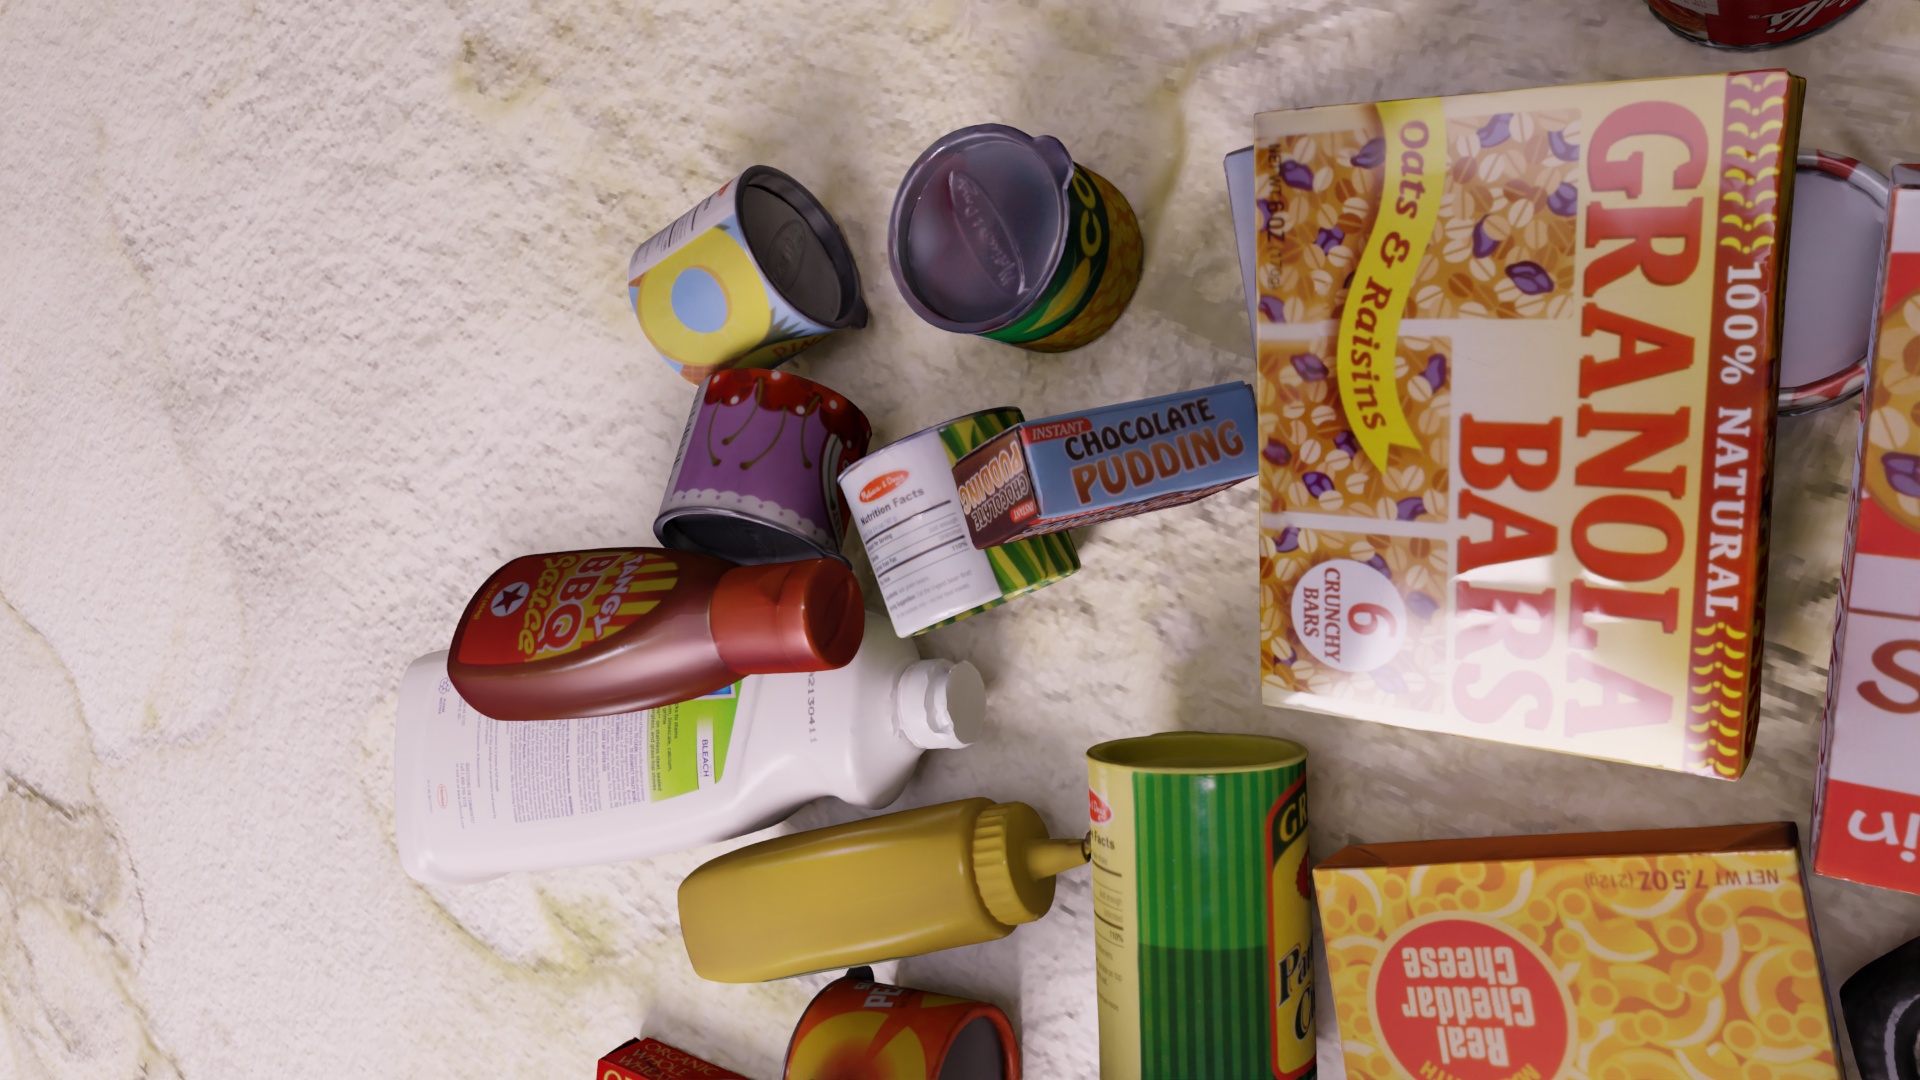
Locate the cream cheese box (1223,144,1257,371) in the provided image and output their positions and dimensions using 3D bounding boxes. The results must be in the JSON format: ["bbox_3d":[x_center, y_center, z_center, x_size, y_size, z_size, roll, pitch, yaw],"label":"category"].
[{"bbox_3d":[0.115,-0.074,0.422,0.053,0.024,0.104,-10,84,30],"label":"cream cheese box"}]

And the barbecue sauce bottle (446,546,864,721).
[{"bbox_3d":[-0.104,0.030,0.478,0.148,0.043,0.065,-5,45,28],"label":"barbecue sauce bottle"}]

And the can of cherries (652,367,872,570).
[{"bbox_3d":[-0.067,-0.021,0.497,0.071,0.071,0.058,-3,62,31],"label":"can of cherries"}]

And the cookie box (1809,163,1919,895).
[{"bbox_3d":[0.260,0.006,0.295,0.123,0.040,0.166,7,113,31],"label":"cookie box"}]

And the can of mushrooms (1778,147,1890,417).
[{"bbox_3d":[0.209,-0.065,0.361,0.071,0.033,0.071,0,90,30],"label":"can of mushrooms"}]

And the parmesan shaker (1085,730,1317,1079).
[{"bbox_3d":[0.073,0.114,0.422,0.071,0.071,0.103,-2,90,31],"label":"parmesan shaker"}]

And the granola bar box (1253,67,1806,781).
[{"bbox_3d":[0.142,-0.031,0.363,0.124,0.039,0.165,6,107,33],"label":"granola bar box"}]

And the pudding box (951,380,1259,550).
[{"bbox_3d":[0.046,-0.023,0.421,0.049,0.084,0.030,-28,75,64],"label":"pudding box"}]

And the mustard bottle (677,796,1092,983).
[{"bbox_3d":[-0.020,0.118,0.478,0.160,0.065,0.049,-17,83,25],"label":"mustard bottle"}]

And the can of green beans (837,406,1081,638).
[{"bbox_3d":[0.000,-0.005,0.463,0.071,0.071,0.058,-24,84,28],"label":"can of green beans"}]

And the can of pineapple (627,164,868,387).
[{"bbox_3d":[-0.079,-0.094,0.514,0.057,0.071,0.071,-26,77,29],"label":"can of pineapple"}]

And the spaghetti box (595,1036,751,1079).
[{"bbox_3d":[-0.038,0.245,0.506,0.250,0.029,0.050,9,93,30],"label":"spaghetti box"}]

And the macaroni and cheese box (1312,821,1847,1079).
[{"bbox_3d":[0.172,0.166,0.375,0.123,0.040,0.166,-12,83,31],"label":"macaroni and cheese box"}]

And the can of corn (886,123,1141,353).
[{"bbox_3d":[0.021,-0.099,0.459,0.071,0.058,0.071,0,89,31],"label":"can of corn"}]

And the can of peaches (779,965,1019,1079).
[{"bbox_3d":[-0.019,0.185,0.474,0.058,0.071,0.071,0,89,31],"label":"can of peaches"}]
